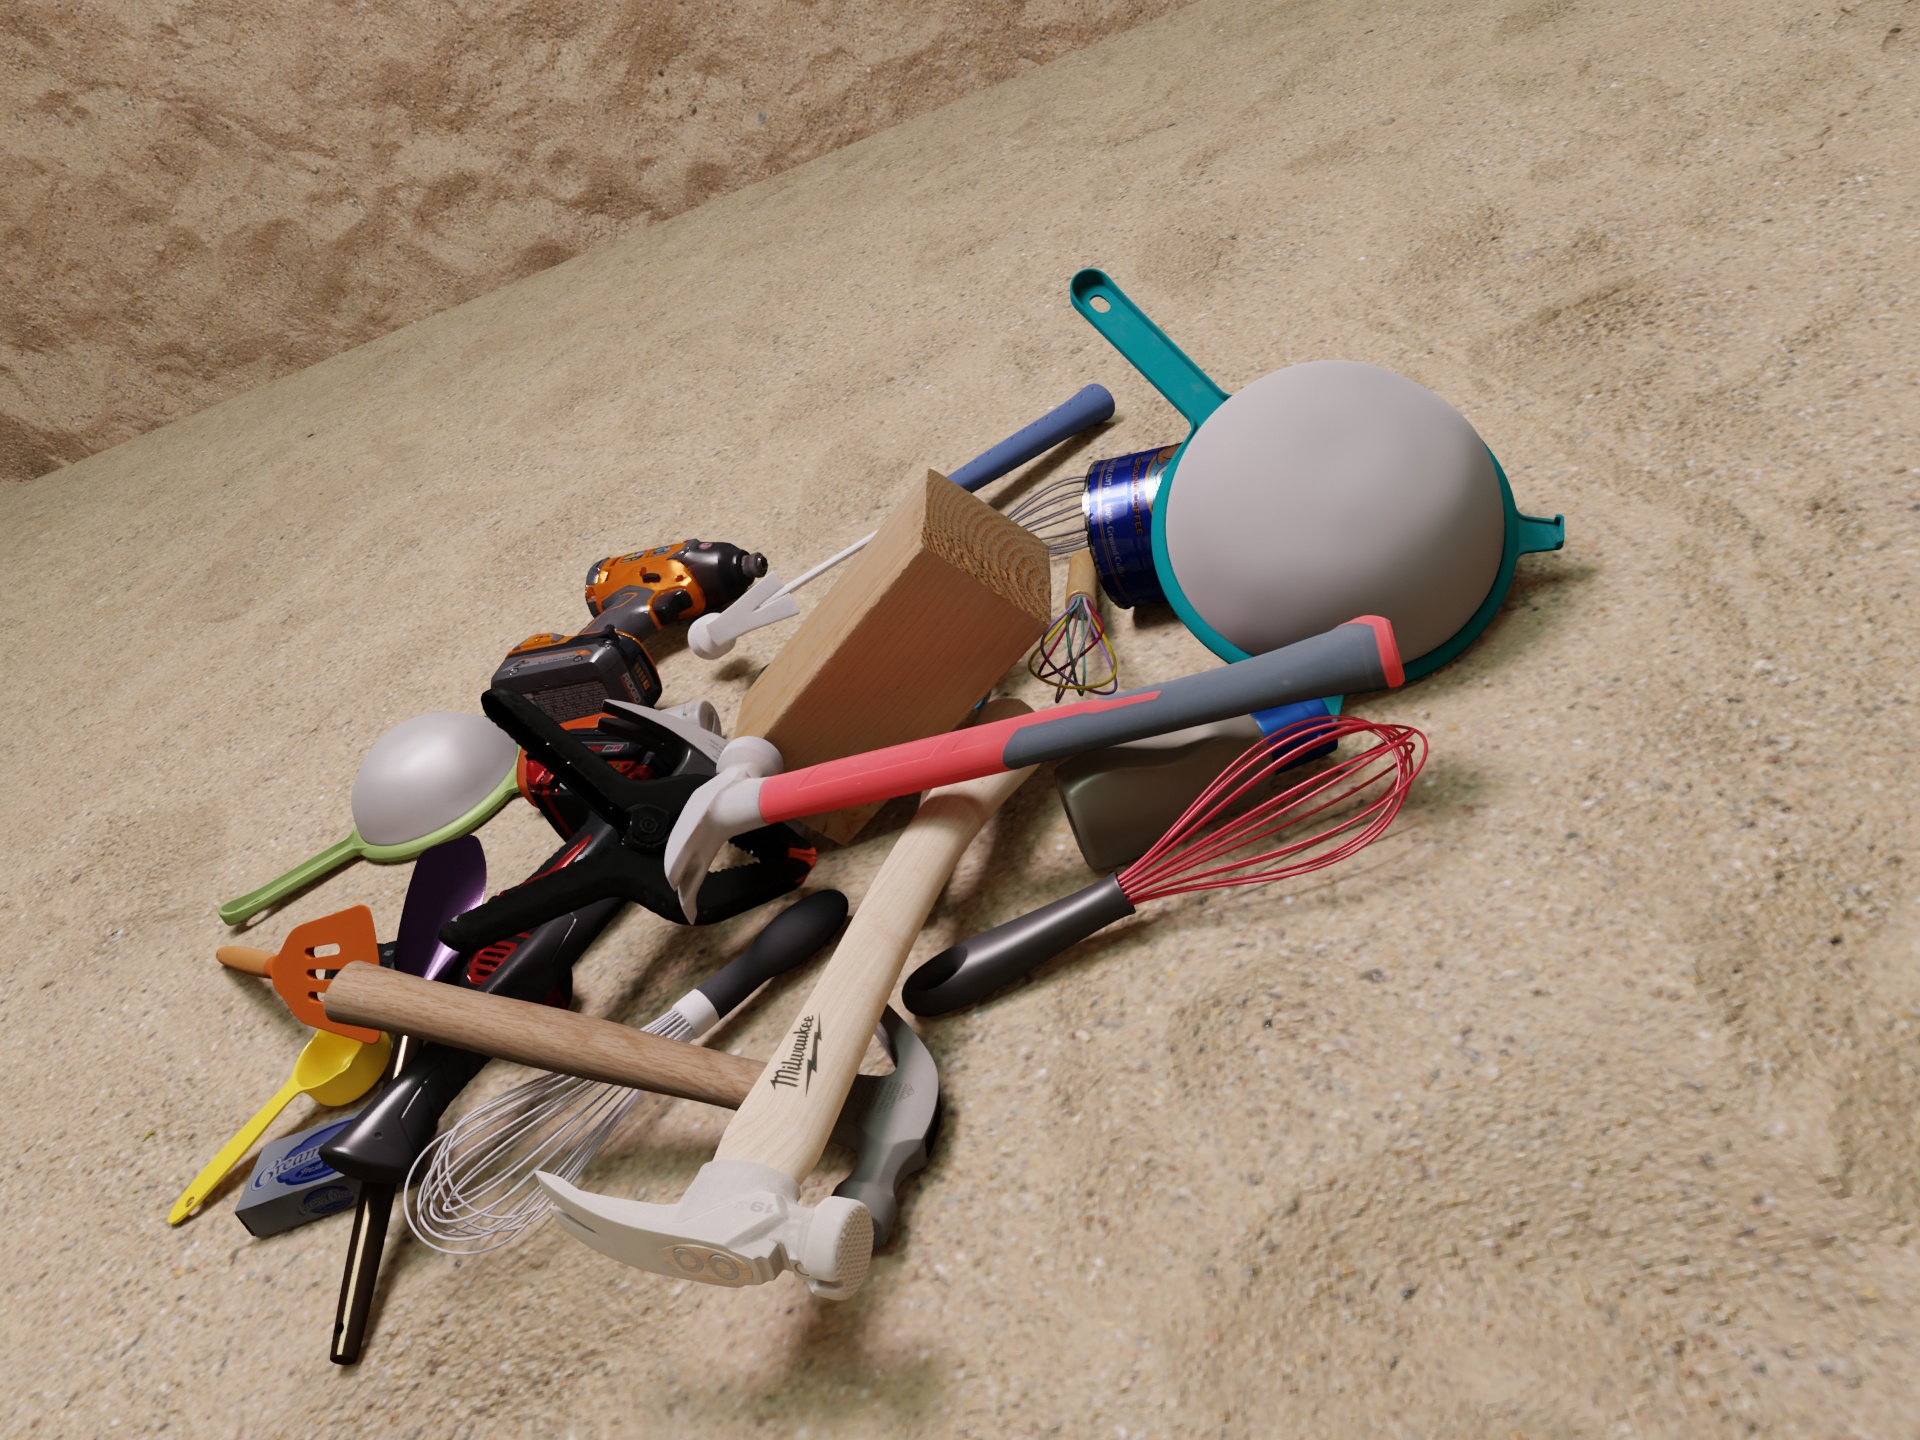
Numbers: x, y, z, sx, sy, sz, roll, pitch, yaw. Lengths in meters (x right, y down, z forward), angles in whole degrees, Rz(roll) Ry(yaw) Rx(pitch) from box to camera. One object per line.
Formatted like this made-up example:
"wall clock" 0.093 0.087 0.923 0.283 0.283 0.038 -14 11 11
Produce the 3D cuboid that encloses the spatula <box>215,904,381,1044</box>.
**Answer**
"spatula" -0.438 0.158 1.031 0.041 0.081 0.323 -4 -2 -34

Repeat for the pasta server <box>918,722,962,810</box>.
"pasta server" -0.002 -0.003 0.989 0.060 0.040 0.316 -17 41 26

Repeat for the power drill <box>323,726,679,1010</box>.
"power drill" -0.287 0.107 1.019 0.188 0.080 0.227 -2 40 33

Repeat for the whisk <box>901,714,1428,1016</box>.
"whisk" 0.100 0.078 0.804 0.296 0.073 0.073 -28 30 8

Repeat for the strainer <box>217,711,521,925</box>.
"strainer" -0.456 0.063 1.210 0.256 0.069 0.152 -32 31 -15

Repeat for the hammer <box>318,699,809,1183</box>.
"hammer" -0.231 0.122 0.902 0.335 0.146 0.035 -51 -5 -37

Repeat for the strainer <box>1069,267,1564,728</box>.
"strainer" 0.174 -0.173 0.920 0.211 0.095 0.341 -37 69 -7

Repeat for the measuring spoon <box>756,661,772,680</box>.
"measuring spoon" -0.096 -0.044 1.168 0.124 0.018 0.034 -14 32 16

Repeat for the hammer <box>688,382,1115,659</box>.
"hammer" -0.028 -0.167 1.251 0.405 0.035 0.144 -35 8 -27

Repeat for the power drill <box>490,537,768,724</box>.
"power drill" -0.256 -0.073 1.271 0.164 0.084 0.227 -9 30 23

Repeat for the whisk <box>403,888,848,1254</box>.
"whisk" -0.165 0.177 0.844 0.284 0.070 0.070 -37 32 -29

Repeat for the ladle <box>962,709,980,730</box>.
"ladle" 0.025 0.002 1.002 0.315 0.031 0.069 1 41 40

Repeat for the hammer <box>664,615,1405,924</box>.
"hammer" 0.033 0.018 0.820 0.386 0.038 0.143 -14 25 16

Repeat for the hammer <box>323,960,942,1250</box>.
"hammer" -0.167 0.164 0.789 0.331 0.031 0.130 9 38 17

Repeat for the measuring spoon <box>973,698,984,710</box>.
"measuring spoon" 0.009 -0.044 1.101 0.042 0.021 0.129 -17 40 11

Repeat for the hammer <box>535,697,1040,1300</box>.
"hammer" -0.048 0.107 0.799 0.146 0.038 0.411 3 33 20

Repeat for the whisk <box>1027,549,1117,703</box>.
"whisk" 0.074 -0.069 1.030 0.047 0.051 0.245 -22 19 14

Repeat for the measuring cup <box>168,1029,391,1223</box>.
"measuring cup" -0.403 0.242 0.949 0.156 0.029 0.062 -48 36 -16

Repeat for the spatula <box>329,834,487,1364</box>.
"spatula" -0.304 0.191 0.873 0.060 0.018 0.316 -17 47 15

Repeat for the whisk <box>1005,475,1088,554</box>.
"whisk" 0.014 -0.128 1.198 0.239 0.055 0.055 -19 30 19
